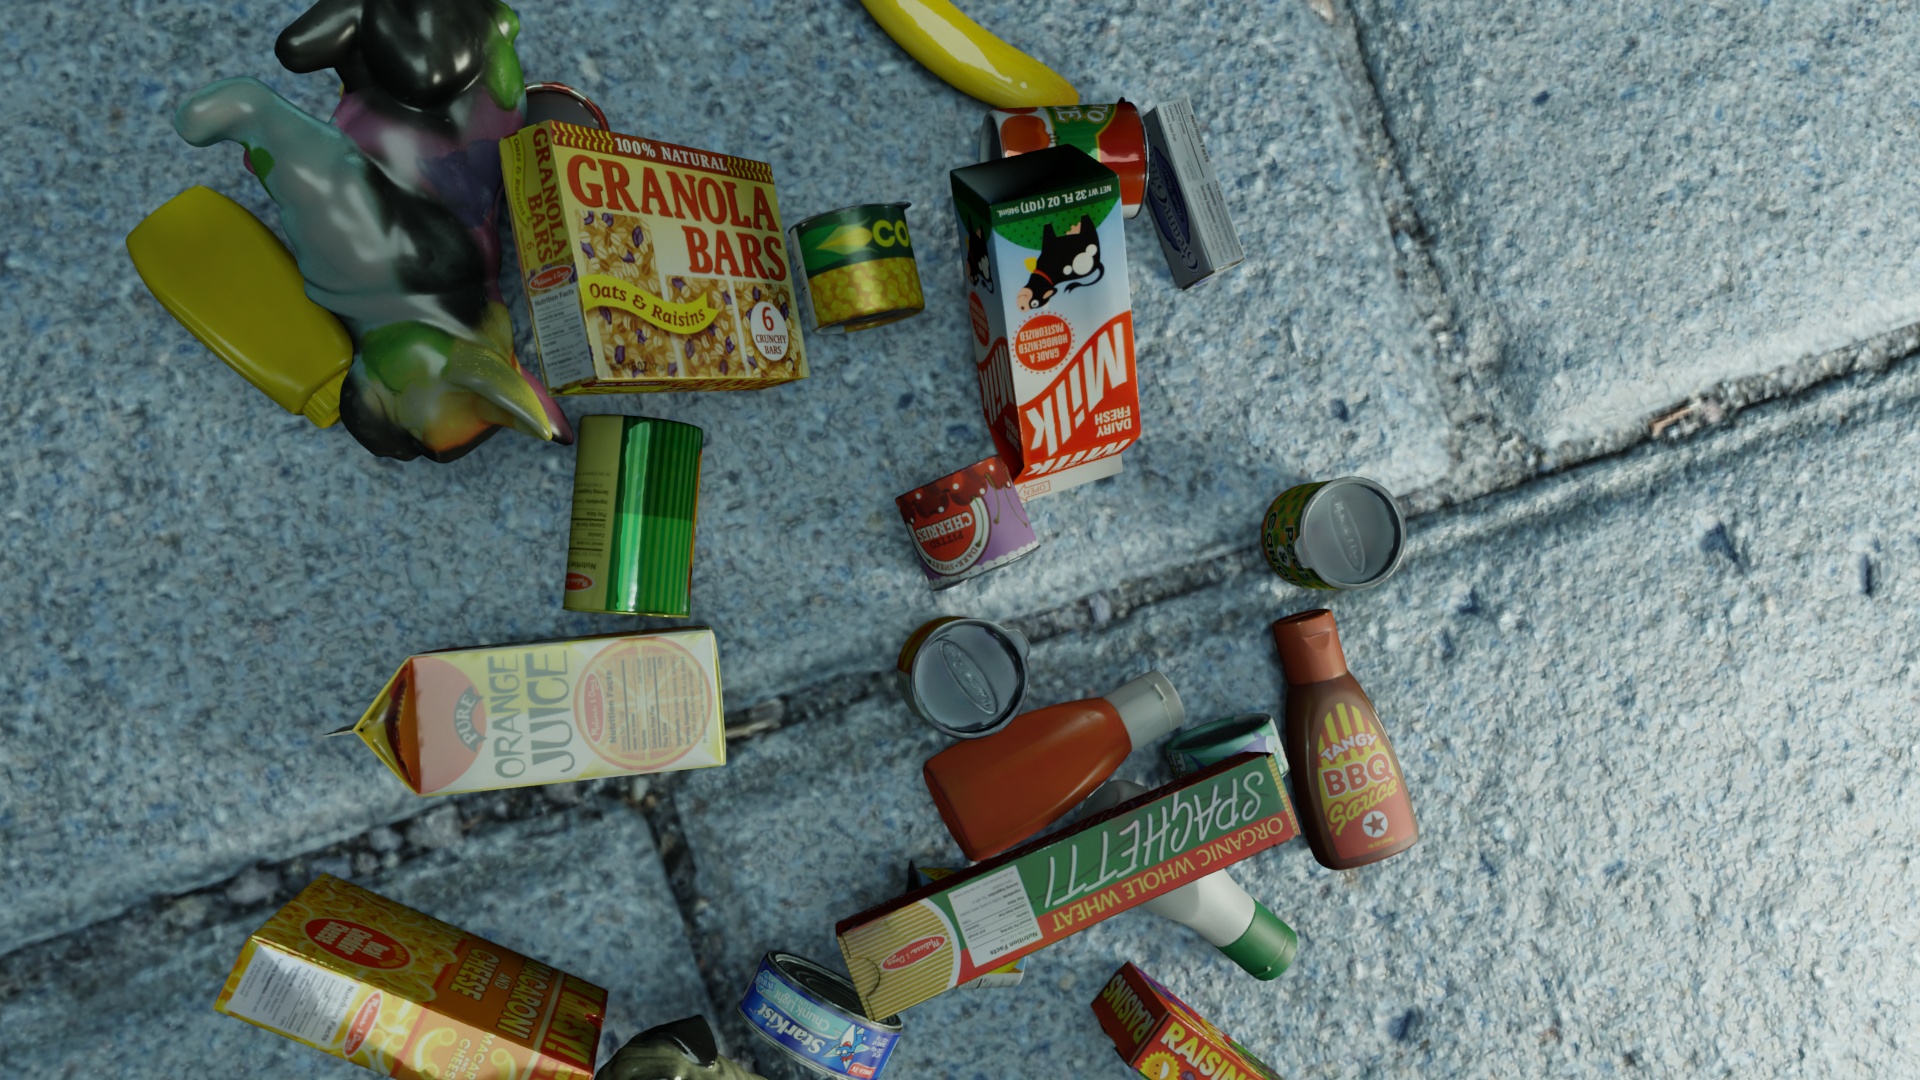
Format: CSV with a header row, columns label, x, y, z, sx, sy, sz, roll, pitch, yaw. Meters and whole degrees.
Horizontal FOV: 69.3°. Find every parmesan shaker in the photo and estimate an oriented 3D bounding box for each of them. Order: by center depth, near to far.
label,x,y,z,sx,sy,sz,roll,pitch,yaw
parmesan shaker,-0.172,-0.012,0.740,0.071,0.071,0.103,5,87,-11

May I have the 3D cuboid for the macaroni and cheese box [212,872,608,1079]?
label,x,y,z,sx,sy,sz,roll,pitch,yaw
macaroni and cheese box,-0.260,0.226,0.687,0.166,0.123,0.040,26,85,-10

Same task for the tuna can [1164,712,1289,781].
label,x,y,z,sx,sy,sz,roll,pitch,yaw
tuna can,0.151,0.126,0.801,0.071,0.071,0.033,-19,91,-11

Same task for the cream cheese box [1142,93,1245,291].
label,x,y,z,sx,sy,sz,roll,pitch,yaw
cream cheese box,0.131,-0.203,0.816,0.024,0.053,0.103,-21,92,-13

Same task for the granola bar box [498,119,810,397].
label,x,y,z,sx,sy,sz,roll,pitch,yaw
granola bar box,-0.151,-0.139,0.711,0.039,0.166,0.124,-10,91,30

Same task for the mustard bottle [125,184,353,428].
label,x,y,z,sx,sy,sz,roll,pitch,yaw
mustard bottle,-0.352,-0.106,0.719,0.065,0.048,0.160,-43,97,-13

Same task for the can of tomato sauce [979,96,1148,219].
label,x,y,z,sx,sy,sz,roll,pitch,yaw
can of tomato sauce,0.058,-0.217,0.795,0.083,0.071,0.071,-6,89,-11

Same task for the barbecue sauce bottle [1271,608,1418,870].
label,x,y,z,sx,sy,sz,roll,pitch,yaw
barbecue sauce bottle,0.223,0.116,0.827,0.065,0.043,0.148,-16,91,-10

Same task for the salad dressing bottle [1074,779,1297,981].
label,x,y,z,sx,sy,sz,roll,pitch,yaw
salad dressing bottle,0.132,0.199,0.802,0.147,0.064,0.044,41,36,-14

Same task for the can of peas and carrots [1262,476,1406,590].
label,x,y,z,sx,sy,sz,roll,pitch,yaw
can of peas and carrots,0.218,-0.002,0.823,0.071,0.058,0.071,0,88,-10

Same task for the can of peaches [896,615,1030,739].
label,x,y,z,sx,sy,sz,roll,pitch,yaw
can of peaches,0.002,0.074,0.778,0.071,0.058,0.071,0,87,-11

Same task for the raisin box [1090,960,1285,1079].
label,x,y,z,sx,sy,sz,roll,pitch,yaw
raisin box,0.140,0.299,0.782,0.123,0.086,0.040,39,87,-8

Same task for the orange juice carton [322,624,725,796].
label,x,y,z,sx,sy,sz,roll,pitch,yaw
orange juice carton,-0.223,0.089,0.726,0.193,0.072,0.073,-5,89,-12

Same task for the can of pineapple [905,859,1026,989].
label,x,y,z,sx,sy,sz,roll,pitch,yaw
can of pineapple,0.002,0.212,0.769,0.058,0.071,0.071,1,88,-11

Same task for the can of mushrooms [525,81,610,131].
label,x,y,z,sx,sy,sz,roll,pitch,yaw
can of mushrooms,-0.220,-0.213,0.757,0.071,0.033,0.071,1,87,-11

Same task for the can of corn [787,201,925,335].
label,x,y,z,sx,sy,sz,roll,pitch,yaw
can of corn,-0.055,-0.150,0.769,0.071,0.071,0.058,-13,92,-11

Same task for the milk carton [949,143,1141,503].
label,x,y,z,sx,sy,sz,roll,pitch,yaw
milk carton,0.050,-0.111,0.766,0.072,0.074,0.189,-17,121,-10

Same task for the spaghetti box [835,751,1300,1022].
label,x,y,z,sx,sy,sz,roll,pitch,yaw
spaghetti box,0.059,0.178,0.731,0.250,0.028,0.050,-20,90,-11

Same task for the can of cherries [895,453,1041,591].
label,x,y,z,sx,sy,sz,roll,pitch,yaw
can of cherries,0.003,-0.010,0.775,0.071,0.071,0.058,-23,93,-11

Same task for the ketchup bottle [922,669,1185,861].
label,x,y,z,sx,sy,sz,roll,pitch,yaw
ketchup bottle,0.057,0.122,0.791,0.149,0.043,0.065,-25,65,-14
